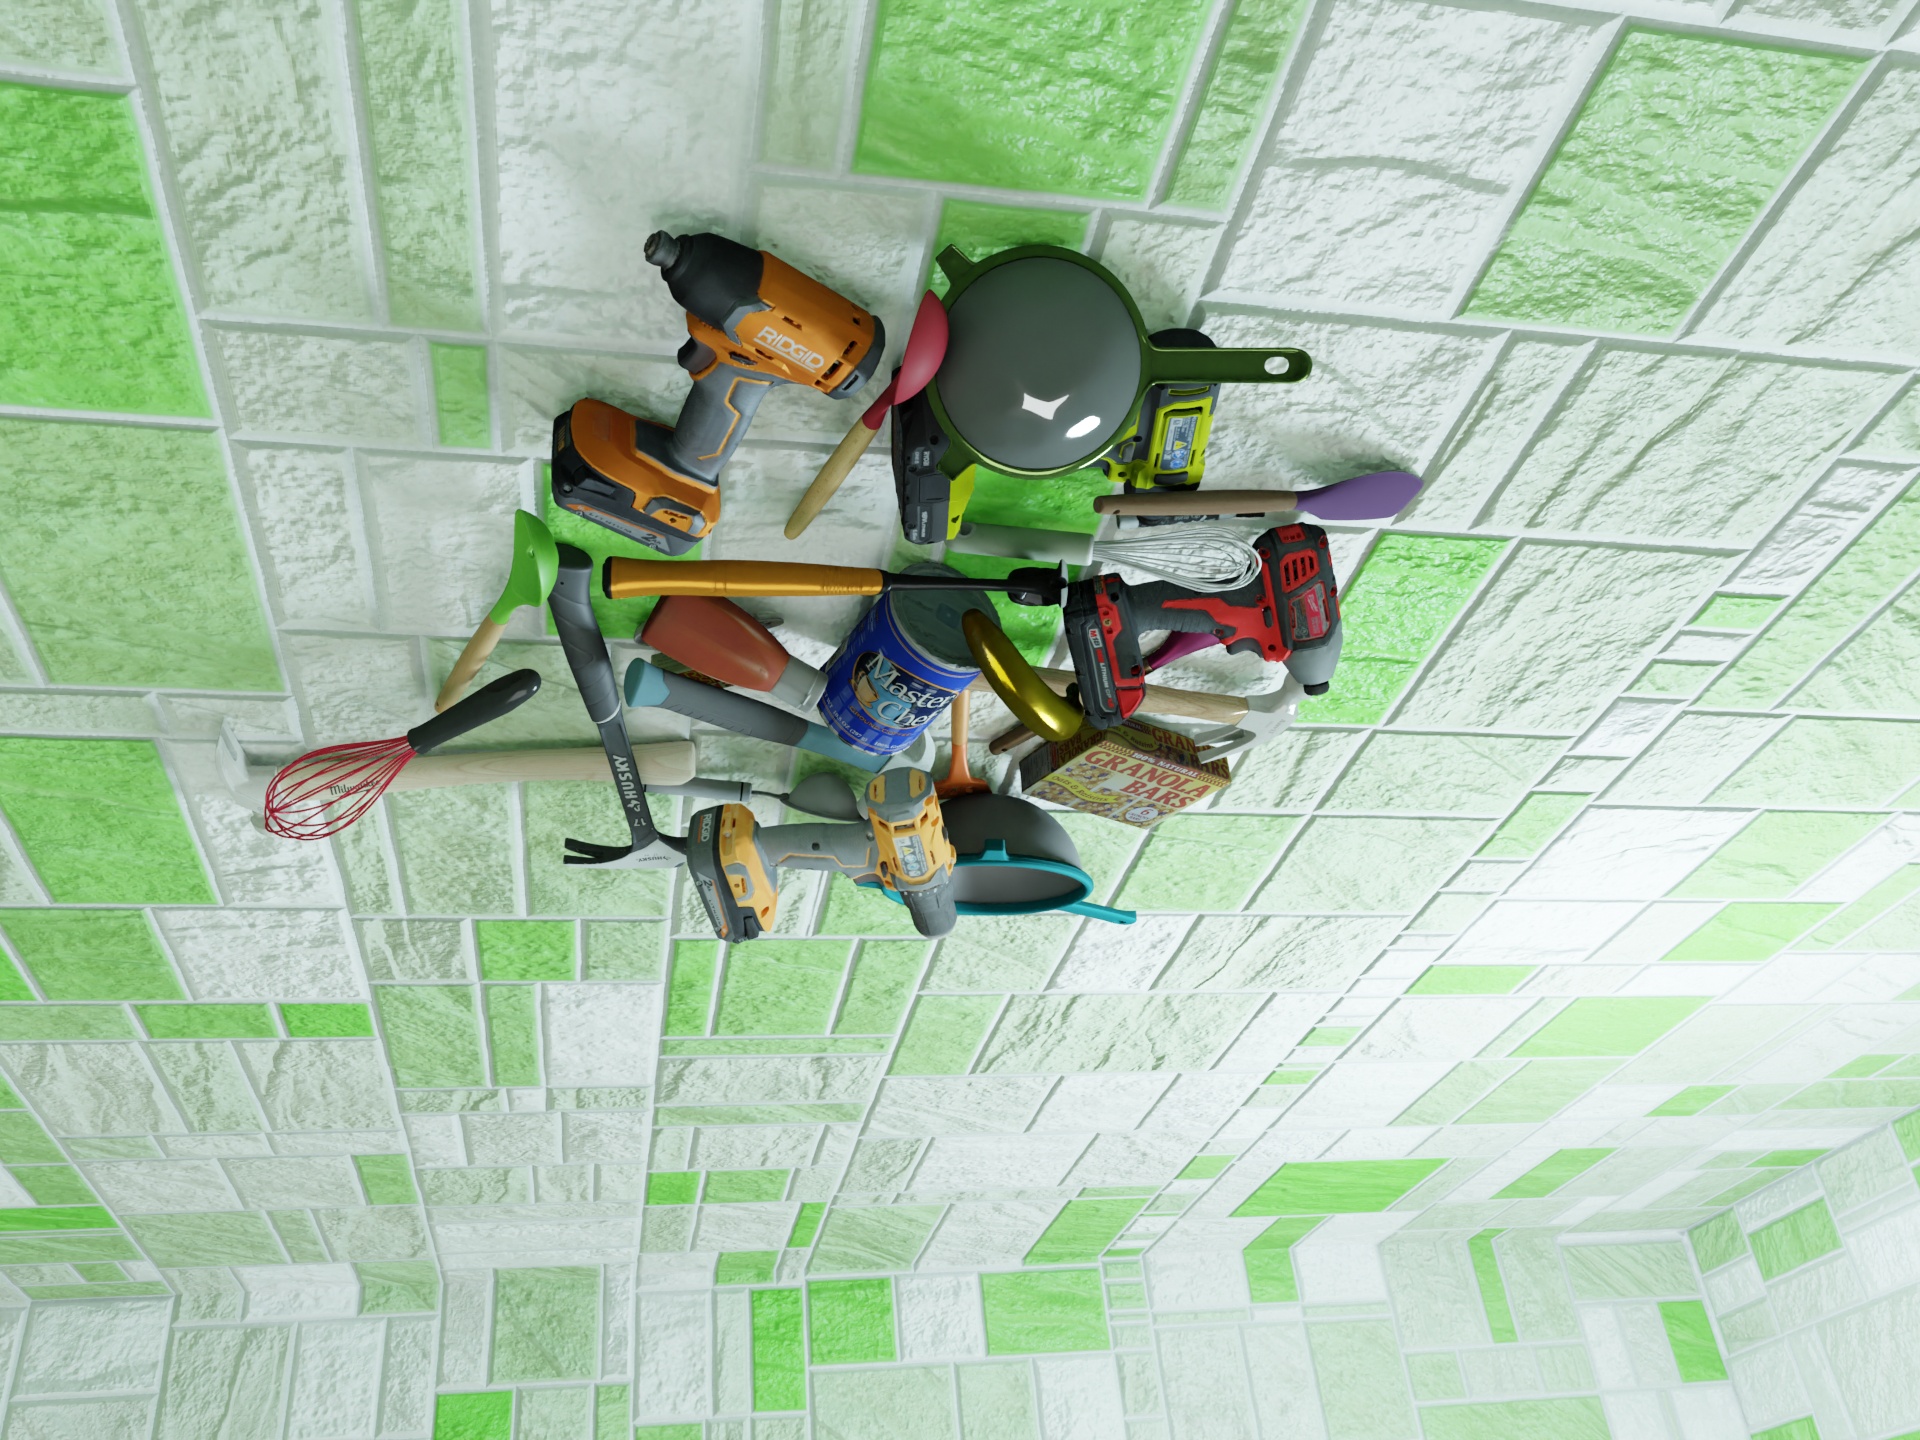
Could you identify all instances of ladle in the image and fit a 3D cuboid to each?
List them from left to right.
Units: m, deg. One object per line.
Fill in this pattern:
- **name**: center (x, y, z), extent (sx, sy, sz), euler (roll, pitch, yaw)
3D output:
- **ladle**: center (-0.071, -0.193, 1.094), extent (0.031, 0.069, 0.315), euler (26, 153, -14)

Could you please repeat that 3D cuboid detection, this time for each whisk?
- **whisk**: center (-0.470, 0.026, 1.332), extent (0.296, 0.073, 0.073), euler (-26, 142, 16)
- **whisk**: center (0.108, -0.131, 1.229), extent (0.246, 0.058, 0.059), euler (6, 147, 7)

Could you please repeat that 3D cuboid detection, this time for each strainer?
- **strainer**: center (-0.196, 0.067, 1.513), extent (0.258, 0.050, 0.087), euler (6, -171, -9)
- **strainer**: center (0.070, 0.141, 1.624), extent (0.211, 0.095, 0.340), euler (-18, 154, 40)
- **strainer**: center (0.105, -0.227, 1.020), extent (0.256, 0.069, 0.151), euler (-1, 105, -4)

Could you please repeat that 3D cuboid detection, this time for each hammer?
- **hammer**: center (-0.448, 0.040, 1.433), extent (0.410, 0.038, 0.146), euler (-3, 145, -5)
- **hammer**: center (-0.305, 0.004, 1.363), extent (0.149, 0.036, 0.408), euler (-6, 139, -2)
- **hammer**: center (-0.152, 0.008, 1.383), extent (0.330, 0.033, 0.128), euler (20, 122, -43)
- **hammer**: center (-0.090, -0.101, 1.159), extent (0.337, 0.034, 0.127), euler (0, -176, -8)
- **hammer**: center (0.148, -0.021, 1.411), extent (0.331, 0.031, 0.130), euler (7, 143, -21)

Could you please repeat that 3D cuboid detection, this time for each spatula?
- **spatula**: center (-0.002, -0.005, 1.455), extent (0.081, 0.041, 0.322), euler (-5, 142, -5)
- **spatula**: center (0.229, -0.165, 1.187), extent (0.315, 0.018, 0.059), euler (-6, 150, -31)

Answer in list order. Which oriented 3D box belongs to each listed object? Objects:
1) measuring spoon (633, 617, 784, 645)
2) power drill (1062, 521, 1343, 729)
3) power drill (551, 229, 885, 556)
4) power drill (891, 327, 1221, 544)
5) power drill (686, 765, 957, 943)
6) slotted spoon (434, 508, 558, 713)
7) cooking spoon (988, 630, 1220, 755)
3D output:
- **measuring spoon**: center (-0.209, -0.080, 1.316), extent (0.124, 0.018, 0.034), euler (-7, 163, -11)
- **power drill**: center (0.200, -0.070, 1.298), extent (0.219, 0.079, 0.143), euler (-13, 112, 7)
- **power drill**: center (-0.180, -0.220, 1.050), extent (0.164, 0.084, 0.226), euler (23, 132, -36)
- **power drill**: center (0.066, -0.192, 1.136), extent (0.223, 0.080, 0.171), euler (-6, 147, -6)
- **power drill**: center (-0.115, 0.140, 1.443), extent (0.226, 0.084, 0.185), euler (-10, 128, 5)
- **slotted spoon**: center (-0.371, -0.073, 1.256), extent (0.031, 0.070, 0.313), euler (-10, 162, -36)
- **cooking spoon**: center (0.151, -0.040, 1.429), extent (0.319, 0.017, 0.068), euler (-29, 141, 30)
